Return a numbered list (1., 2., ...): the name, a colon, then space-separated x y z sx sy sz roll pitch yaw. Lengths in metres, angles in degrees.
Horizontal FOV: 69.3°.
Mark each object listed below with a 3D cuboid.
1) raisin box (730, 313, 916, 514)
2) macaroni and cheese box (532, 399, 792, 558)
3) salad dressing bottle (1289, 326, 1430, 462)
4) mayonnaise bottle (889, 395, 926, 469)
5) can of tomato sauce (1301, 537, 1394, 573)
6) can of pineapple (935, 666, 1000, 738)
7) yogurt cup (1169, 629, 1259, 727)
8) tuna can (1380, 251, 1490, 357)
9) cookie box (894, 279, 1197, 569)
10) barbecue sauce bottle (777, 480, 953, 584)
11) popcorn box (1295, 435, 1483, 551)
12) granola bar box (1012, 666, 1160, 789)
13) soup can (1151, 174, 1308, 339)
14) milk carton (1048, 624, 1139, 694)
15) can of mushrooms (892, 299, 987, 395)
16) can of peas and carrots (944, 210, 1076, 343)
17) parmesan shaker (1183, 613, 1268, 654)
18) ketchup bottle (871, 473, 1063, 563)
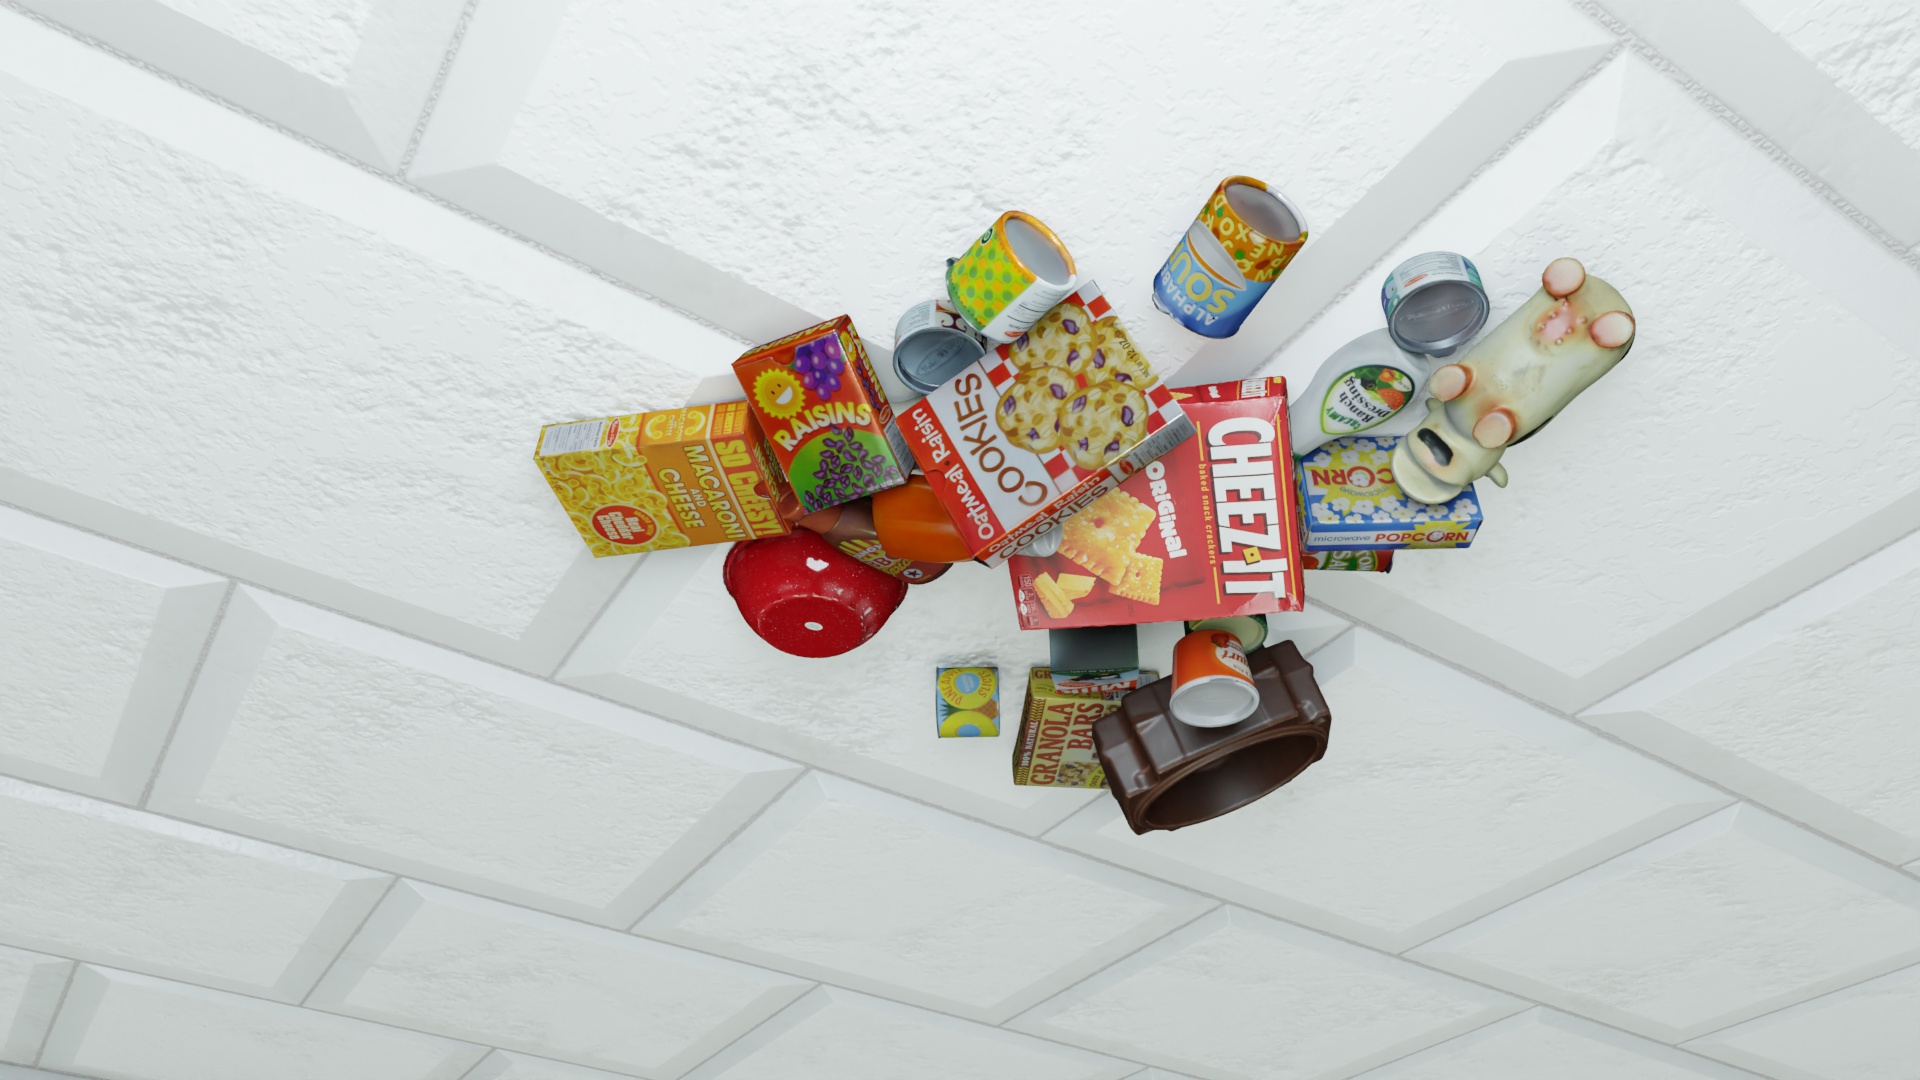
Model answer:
1. raisin box: -0.097 -0.089 0.993 0.086 0.040 0.123 -16 112 20
2. macaroni and cheese box: -0.227 -0.045 1.082 0.166 0.040 0.123 -6 140 9
3. salad dressing bottle: 0.268 -0.096 1.010 0.064 0.044 0.147 33 131 -22
4. mayonnaise bottle: -0.051 -0.077 1.041 0.148 0.041 0.064 -7 136 12
5. can of tomato sauce: 0.293 -0.007 1.096 0.083 0.071 0.070 2 140 0
6. can of pineapple: 0.007 0.149 1.292 0.058 0.071 0.070 -2 140 2
7. yogurt cup: 0.195 0.106 1.081 0.072 0.054 0.072 0 140 0
8. tuna can: 0.321 -0.160 0.942 0.071 0.033 0.070 1 140 1
9. cookie box: 0.054 -0.078 0.933 0.167 0.123 0.040 -34 154 9
10. barbecue sauce bottle: -0.076 -0.010 1.106 0.148 0.044 0.064 26 145 -36
11. popcorn box: 0.318 -0.036 1.049 0.127 0.085 0.038 -1 141 2
12. granola bar box: 0.120 0.184 1.353 0.124 0.039 0.164 3 140 -4
13. soup can: 0.171 -0.181 0.890 0.071 0.072 0.083 16 137 -17
14. milk carton: 0.113 0.088 1.182 0.072 0.073 0.190 -3 166 6
15. can of mushrooms: -0.012 -0.134 0.978 0.071 0.034 0.070 0 140 0
16. can of peas and carrots: 0.032 -0.174 0.906 0.071 0.071 0.058 27 133 -28
17. parmesan shaker: 0.207 0.038 1.125 0.071 0.103 0.071 0 140 0
18. ketchup bottle: 0.004 -0.013 0.998 0.149 0.044 0.064 7 115 40
